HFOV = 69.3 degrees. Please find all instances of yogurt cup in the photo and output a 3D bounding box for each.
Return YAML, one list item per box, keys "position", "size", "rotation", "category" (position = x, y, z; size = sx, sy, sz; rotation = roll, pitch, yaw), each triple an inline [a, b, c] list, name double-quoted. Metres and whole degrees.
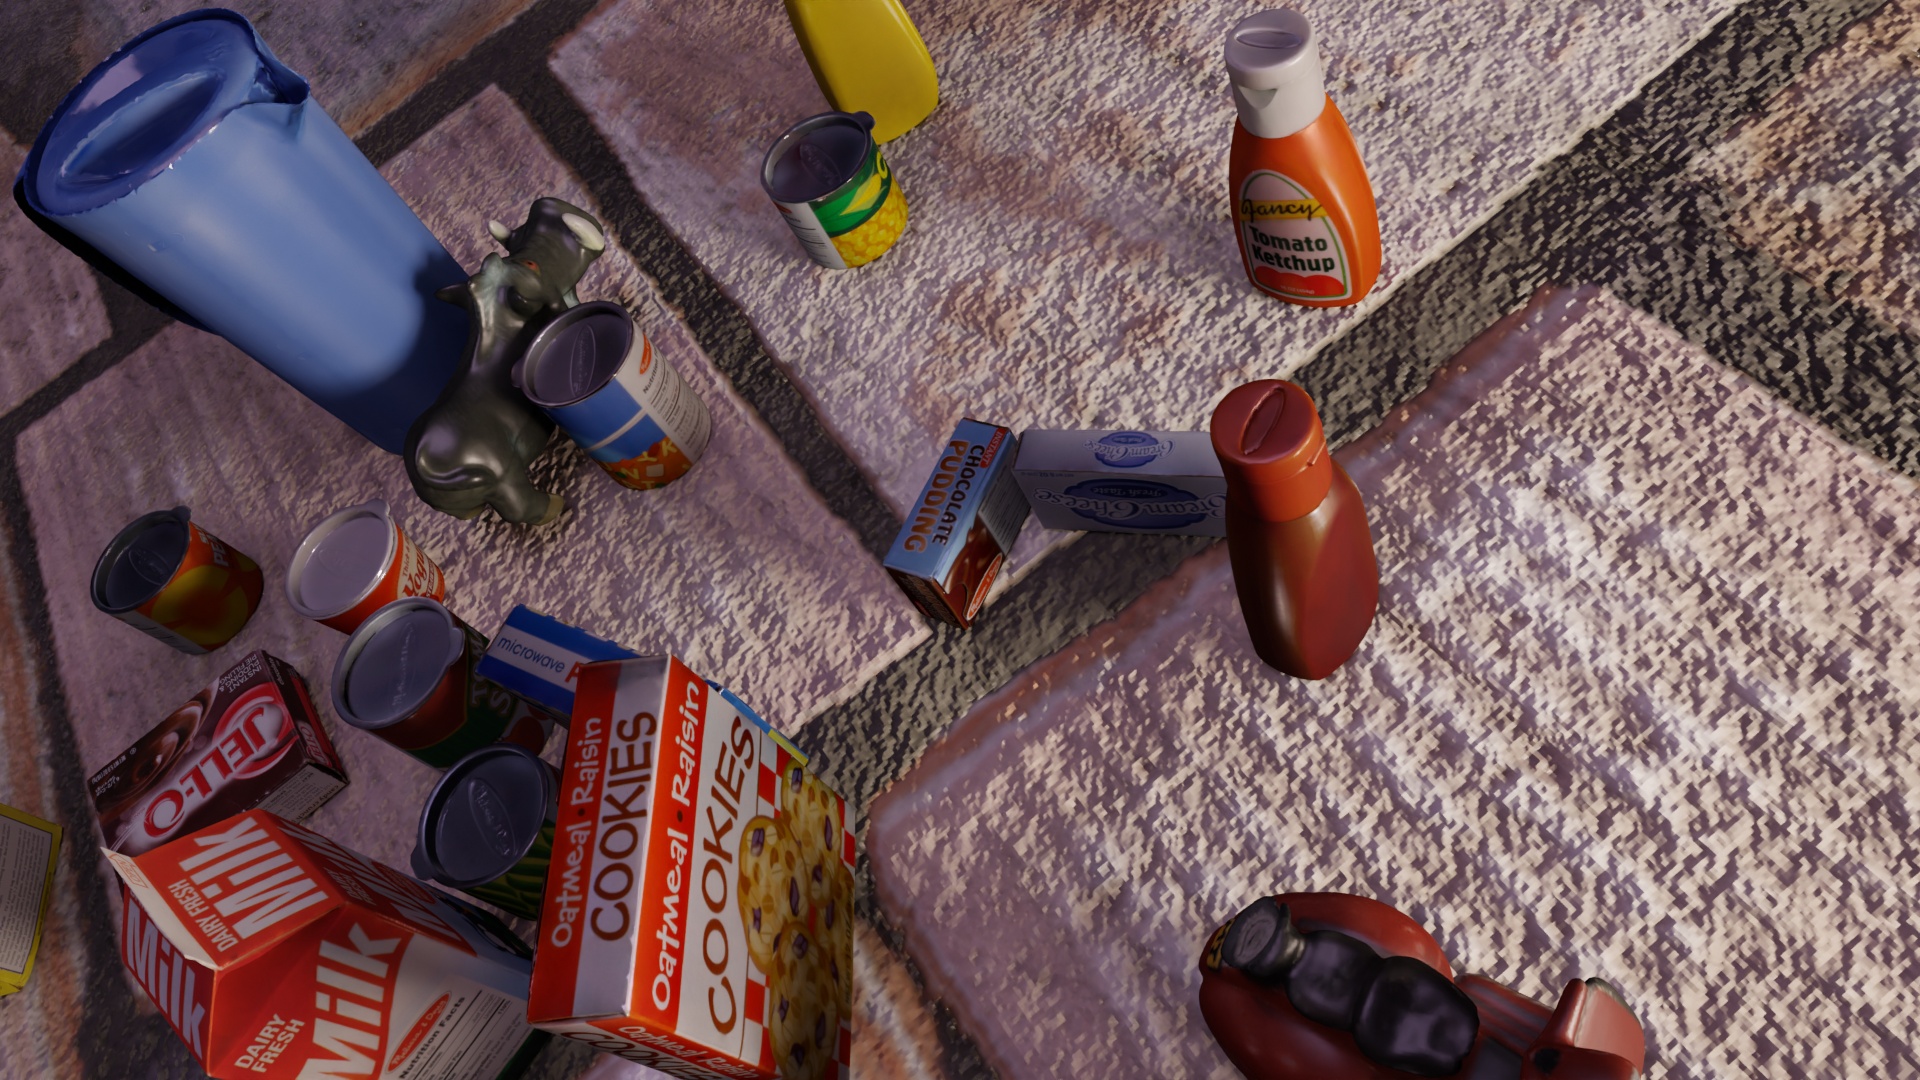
- position: [-0.316, 0.022, 0.745]
  size: [0.072, 0.053, 0.073]
  rotation: [-10, 57, 16]
  category: "yogurt cup"

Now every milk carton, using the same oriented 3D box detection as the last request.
- position: [-0.243, 0.167, 0.542]
  size: [0.072, 0.190, 0.073]
  rotation: [27, 73, 33]
  category: "milk carton"

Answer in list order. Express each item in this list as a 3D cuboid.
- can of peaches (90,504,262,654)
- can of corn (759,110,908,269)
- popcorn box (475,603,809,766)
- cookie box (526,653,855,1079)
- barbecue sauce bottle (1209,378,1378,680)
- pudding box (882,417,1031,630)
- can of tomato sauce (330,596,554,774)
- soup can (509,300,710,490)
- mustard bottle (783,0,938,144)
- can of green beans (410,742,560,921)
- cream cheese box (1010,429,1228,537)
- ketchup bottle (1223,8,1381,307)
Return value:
- position: [-0.445, 0.023, 0.795]
  size: [0.071, 0.058, 0.071]
  rotation: [-10, 57, 16]
  category: "can of peaches"
- position: [-0.067, -0.196, 0.775]
  size: [0.071, 0.058, 0.071]
  rotation: [-10, 57, 16]
  category: "can of corn"
- position: [-0.142, 0.077, 0.621]
  size: [0.127, 0.085, 0.038]
  rotation: [17, 68, 30]
  category: "popcorn box"
- position: [-0.090, 0.133, 0.515]
  size: [0.040, 0.167, 0.123]
  rotation: [-11, 57, 16]
  category: "cookie box"
- position: [0.126, -0.004, 0.522]
  size: [0.044, 0.148, 0.065]
  rotation: [22, 71, 31]
  category: "barbecue sauce bottle"
- position: [0.002, -0.008, 0.636]
  size: [0.030, 0.049, 0.084]
  rotation: [15, 67, 29]
  category: "pudding box"
- position: [-0.243, 0.074, 0.666]
  size: [0.071, 0.083, 0.071]
  rotation: [-10, 57, 16]
  category: "can of tomato sauce"
- position: [-0.182, -0.074, 0.731]
  size: [0.071, 0.083, 0.071]
  rotation: [-10, 57, 16]
  category: "soup can"
- position: [-0.065, -0.295, 0.772]
  size: [0.065, 0.159, 0.049]
  rotation: [-33, 54, 1]
  category: "mustard bottle"
- position: [-0.199, 0.132, 0.627]
  size: [0.071, 0.057, 0.071]
  rotation: [-10, 57, 16]
  category: "can of green beans"
- position: [0.080, -0.025, 0.613]
  size: [0.104, 0.053, 0.024]
  rotation: [3, 62, 24]
  category: "cream cheese box"
- position: [0.147, -0.165, 0.612]
  size: [0.065, 0.148, 0.044]
  rotation: [16, 68, 30]
  category: "ketchup bottle"
